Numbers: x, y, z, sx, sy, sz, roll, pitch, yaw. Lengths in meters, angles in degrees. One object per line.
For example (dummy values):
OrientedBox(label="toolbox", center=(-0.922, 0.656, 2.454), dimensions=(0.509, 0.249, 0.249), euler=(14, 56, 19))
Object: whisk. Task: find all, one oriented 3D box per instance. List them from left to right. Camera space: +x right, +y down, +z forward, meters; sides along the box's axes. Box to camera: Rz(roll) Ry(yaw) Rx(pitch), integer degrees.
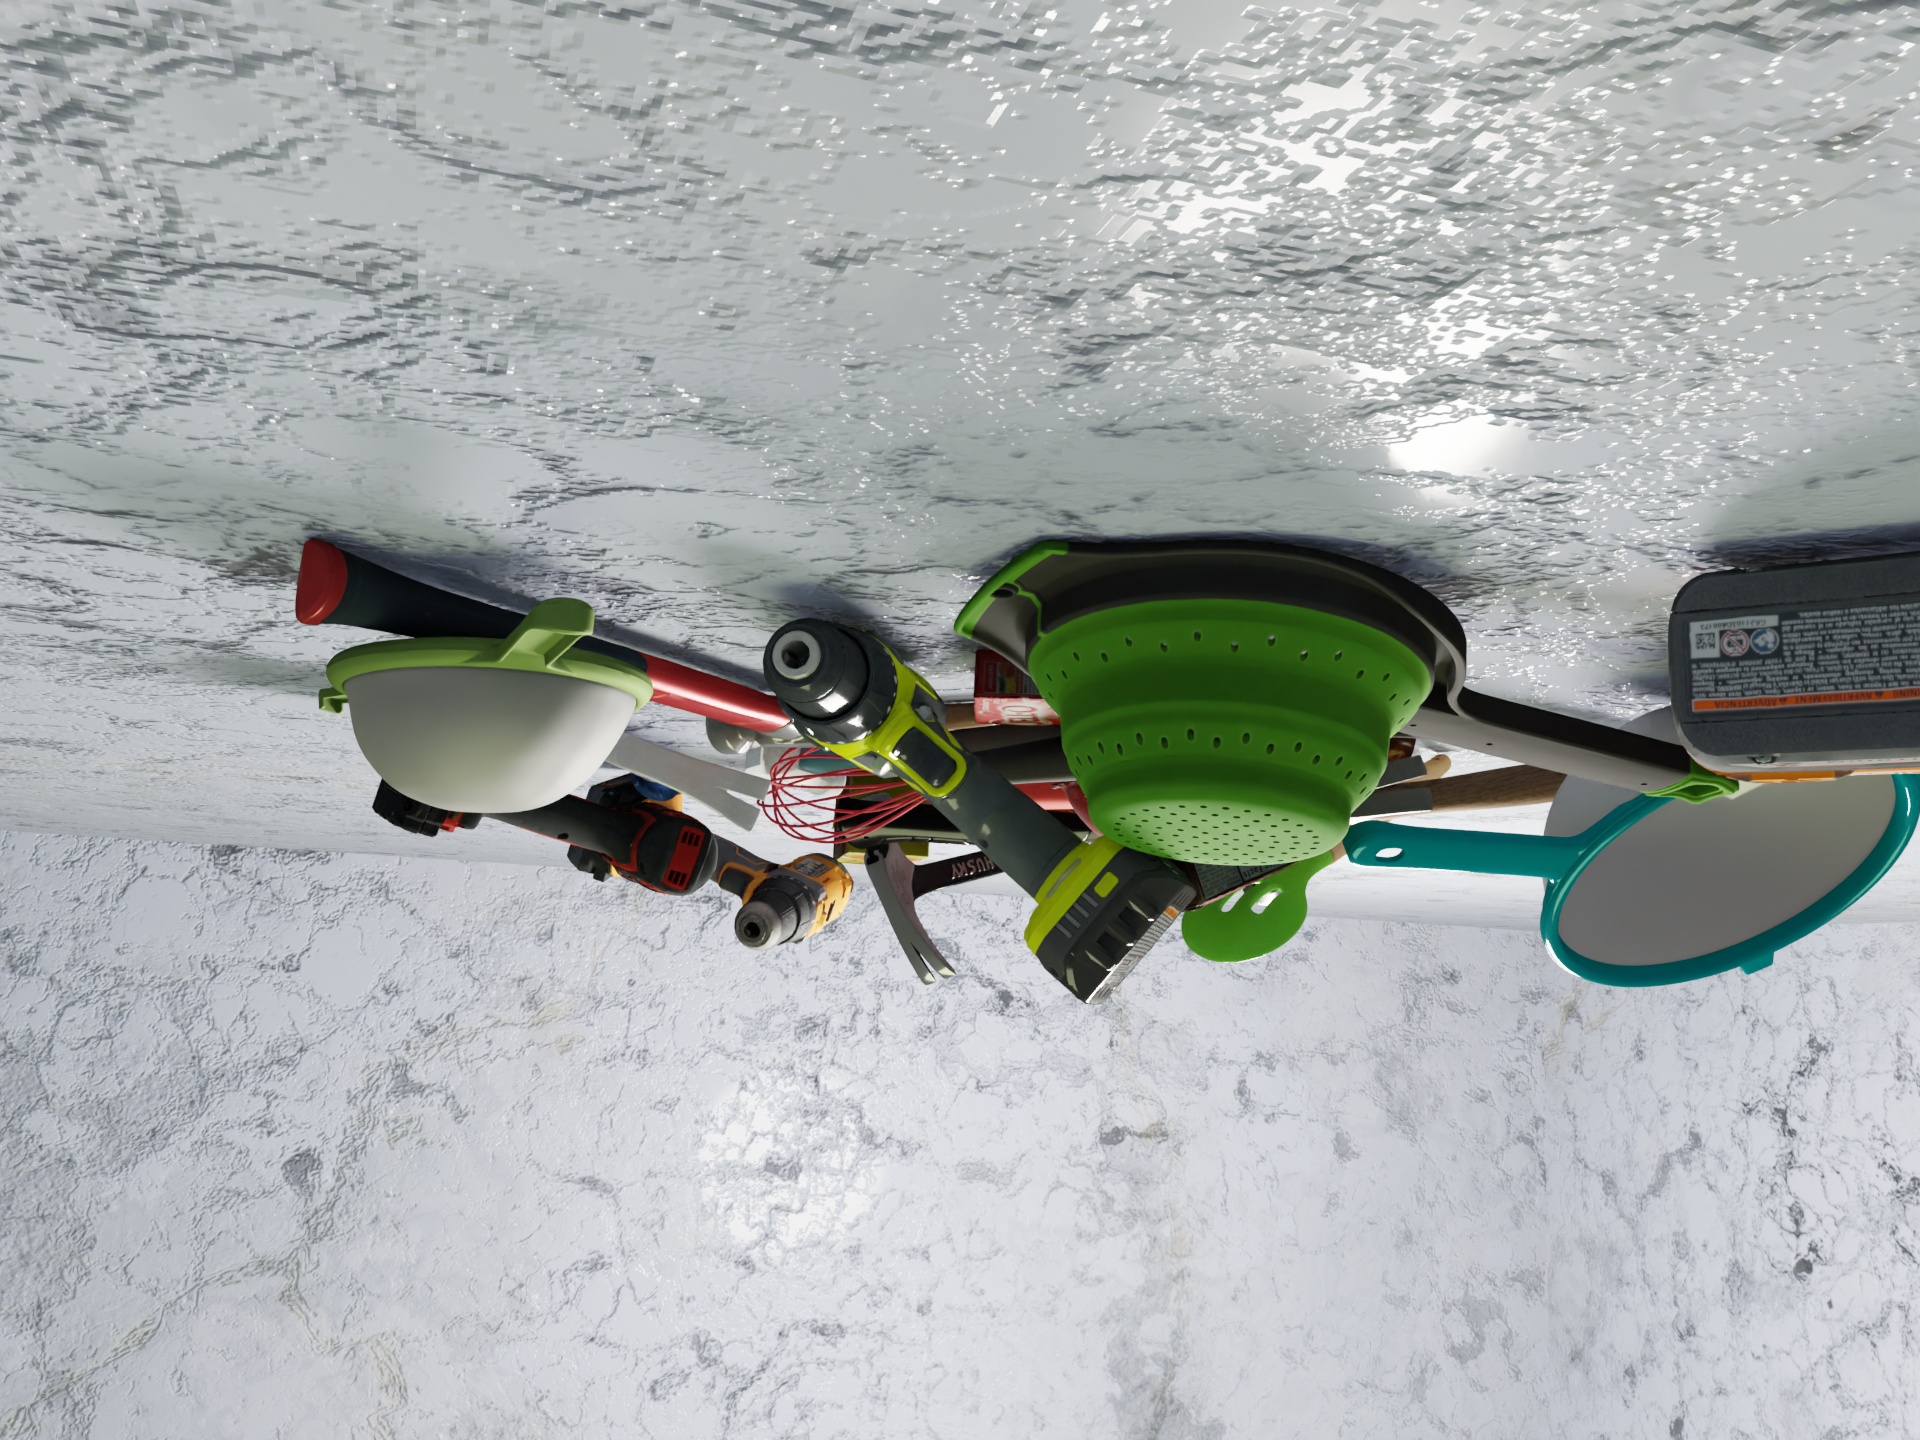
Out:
OrientedBox(label="whisk", center=(-0.016, 0.034, 0.979), dimensions=(0.296, 0.073, 0.073), euler=(-9, 165, 39))

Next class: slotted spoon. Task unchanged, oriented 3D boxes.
OrientedBox(label="slotted spoon", center=(0.241, 0.076, 1.015), dimensions=(0.070, 0.031, 0.314), euler=(15, -153, 38))

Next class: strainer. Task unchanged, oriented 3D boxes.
OrientedBox(label="strainer", center=(-0.202, 0.001, 0.714), dimensions=(0.151, 0.069, 0.256), euler=(5, 170, -25))
OrientedBox(label="strainer", center=(0.357, 0.050, 0.890), dimensions=(0.340, 0.095, 0.210), euler=(4, 134, -16))

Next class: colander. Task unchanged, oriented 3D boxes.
OrientedBox(label="colander", center=(0.190, 0.024, 0.718), dimensions=(0.397, 0.095, 0.204), euler=(13, 160, -18))

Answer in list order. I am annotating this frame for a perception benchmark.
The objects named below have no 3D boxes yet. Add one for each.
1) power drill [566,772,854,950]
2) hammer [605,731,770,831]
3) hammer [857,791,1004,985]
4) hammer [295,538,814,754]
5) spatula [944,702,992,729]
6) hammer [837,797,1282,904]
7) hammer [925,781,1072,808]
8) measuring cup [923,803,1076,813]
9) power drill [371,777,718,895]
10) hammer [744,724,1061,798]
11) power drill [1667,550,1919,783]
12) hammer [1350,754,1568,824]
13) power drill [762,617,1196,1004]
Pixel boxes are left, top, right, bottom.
OrientedBox(label="power drill", center=(-0.217, 0.126, 1.353), dimensions=(0.226, 0.084, 0.185), euler=(23, -169, 9))
OrientedBox(label="hammer", center=(-0.217, 0.039, 1.145), dimensions=(0.144, 0.035, 0.405), euler=(22, 173, -7))
OrientedBox(label="hammer", center=(0.057, 0.118, 1.352), dimensions=(0.036, 0.149, 0.408), euler=(-25, 169, 33))
OrientedBox(label="hammer", center=(-0.174, -0.030, 0.838), dimensions=(0.143, 0.038, 0.386), euler=(-4, 169, 28))
OrientedBox(label="spatula", center=(-0.002, -0.003, 1.009), dimensions=(0.316, 0.018, 0.059), euler=(-5, 164, 32))
OrientedBox(label="hammer", center=(0.078, 0.076, 1.150), dimensions=(0.335, 0.035, 0.146), euler=(3, 142, 2))
OrientedBox(label="hammer", center=(0.153, 0.055, 1.206), dimensions=(0.359, 0.037, 0.149), euler=(-1, 170, 0))
OrientedBox(label="measuring cup", center=(0.044, 0.058, 1.268), dimensions=(0.173, 0.052, 0.095), euler=(11, 168, -32))
OrientedBox(label="power drill", center=(-0.305, 0.066, 1.168), dimensions=(0.226, 0.080, 0.188), euler=(22, 173, -28))
OrientedBox(label="hammer", center=(-0.014, 0.020, 1.090), dimensions=(0.331, 0.033, 0.128), euler=(-6, 164, 36))
OrientedBox(label="power drill", center=(0.390, -0.014, 0.656), dimensions=(0.164, 0.084, 0.226), euler=(-4, 173, 33))
OrientedBox(label="hammer", center=(0.324, 0.041, 0.970), dimensions=(0.331, 0.031, 0.130), euler=(-5, 168, -25))
OrientedBox(label="power drill", center=(0.003, 0.036, 0.792), dimensions=(0.229, 0.080, 0.190), euler=(40, 180, 15))
